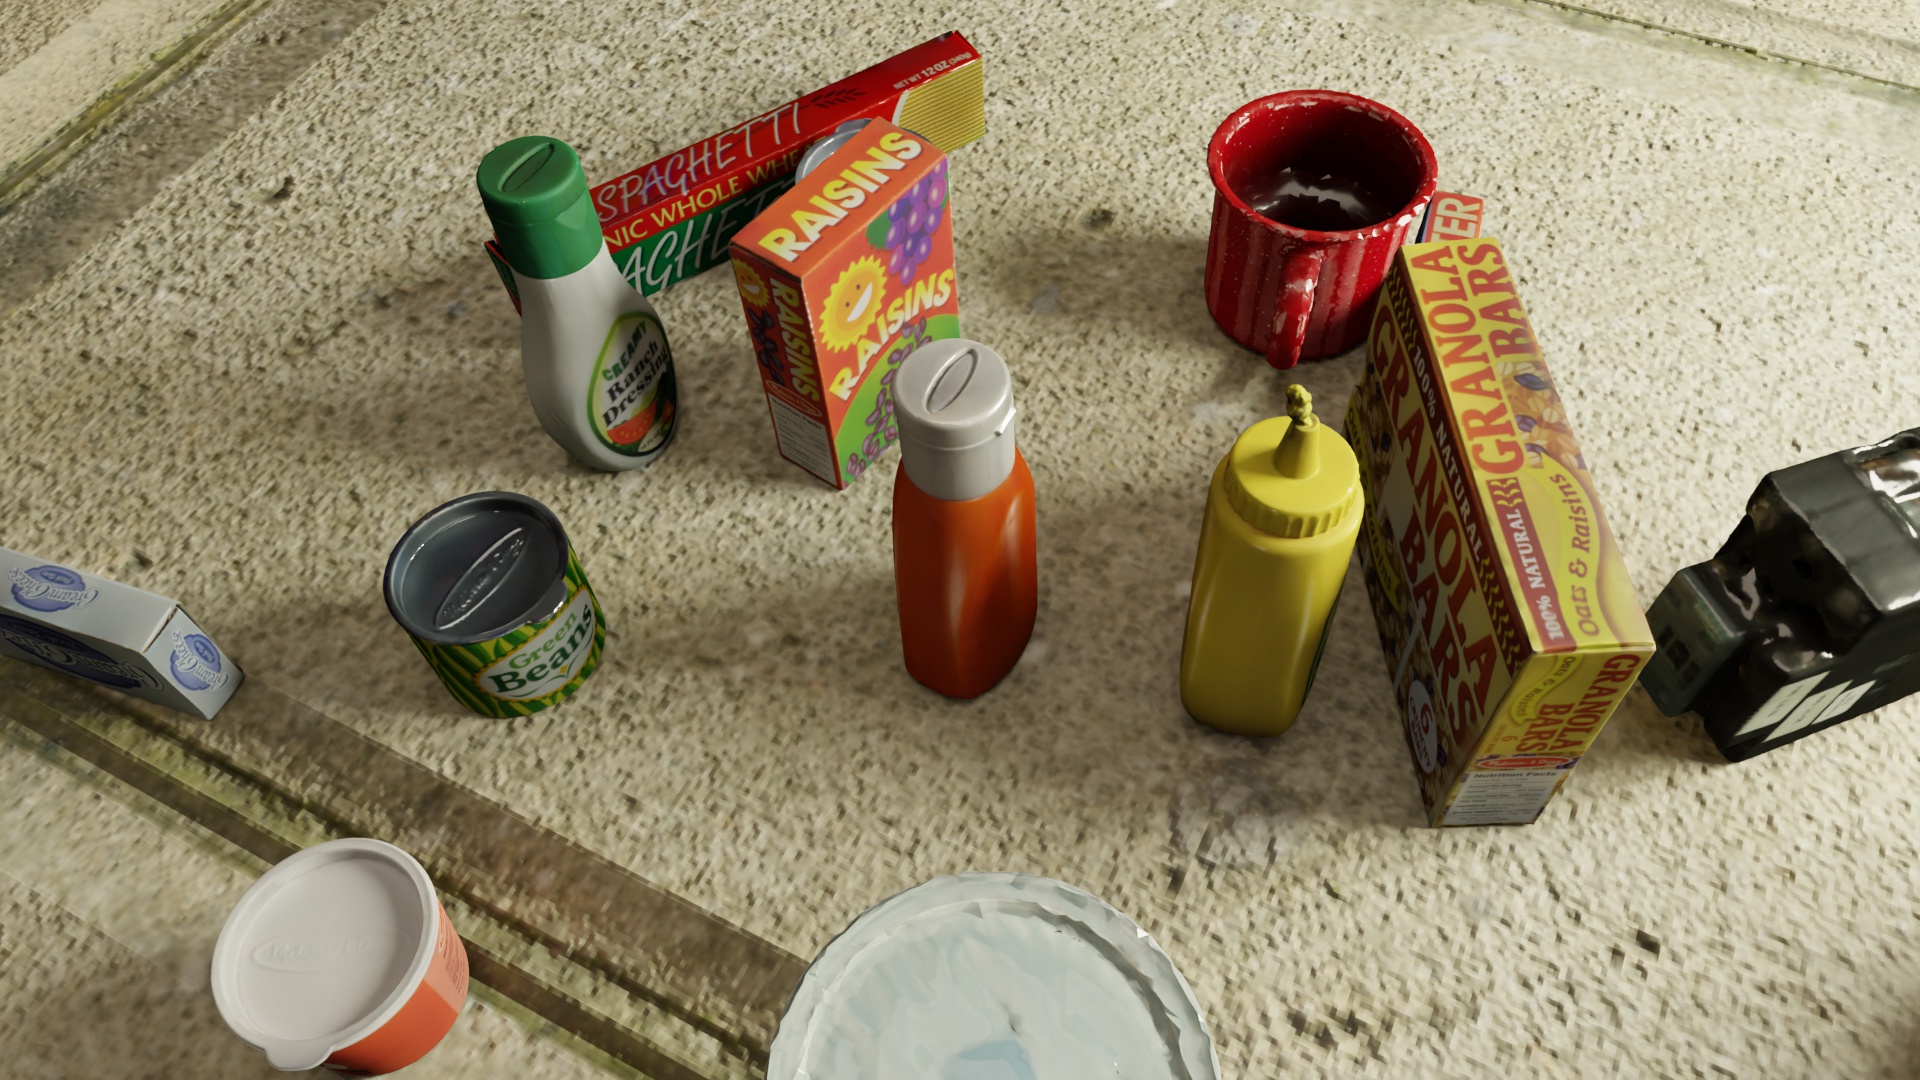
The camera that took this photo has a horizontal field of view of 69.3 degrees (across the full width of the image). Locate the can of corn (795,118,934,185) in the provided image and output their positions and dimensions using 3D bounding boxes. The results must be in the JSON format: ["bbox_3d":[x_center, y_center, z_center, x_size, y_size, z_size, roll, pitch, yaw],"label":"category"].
[{"bbox_3d":[-0.039,-0.147,0.634,0.071,0.058,0.071,-1,55,2],"label":"can of corn"}]

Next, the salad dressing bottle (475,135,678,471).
[{"bbox_3d":[-0.149,-0.088,0.544,0.044,0.147,0.064,23,59,18],"label":"salad dressing bottle"}]

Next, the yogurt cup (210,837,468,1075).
[{"bbox_3d":[-0.193,0.137,0.444,0.072,0.053,0.073,-1,55,2],"label":"yogurt cup"}]

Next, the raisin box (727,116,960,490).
[{"bbox_3d":[-0.041,-0.092,0.555,0.040,0.122,0.086,32,63,23],"label":"raisin box"}]

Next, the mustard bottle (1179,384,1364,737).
[{"bbox_3d":[0.102,0.006,0.456,0.049,0.159,0.065,12,57,12],"label":"mustard bottle"}]

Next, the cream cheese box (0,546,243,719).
[{"bbox_3d":[-0.330,0.033,0.525,0.104,0.053,0.024,14,57,13],"label":"cream cheese box"}]

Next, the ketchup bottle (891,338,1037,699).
[{"bbox_3d":[0.002,-0.006,0.477,0.043,0.148,0.065,22,59,17],"label":"ketchup bottle"}]

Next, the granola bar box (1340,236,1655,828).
[{"bbox_3d":[0.173,-0.002,0.480,0.039,0.123,0.166,-4,55,1],"label":"granola bar box"}]

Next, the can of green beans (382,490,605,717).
[{"bbox_3d":[-0.172,0.025,0.520,0.071,0.057,0.071,-1,55,2],"label":"can of green beans"}]

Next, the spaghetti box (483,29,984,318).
[{"bbox_3d":[-0.098,-0.169,0.658,0.251,0.050,0.029,-30,59,-17],"label":"spaghetti box"}]

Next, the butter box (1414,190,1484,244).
[{"bbox_3d":[0.198,-0.094,0.587,0.024,0.053,0.104,14,57,13],"label":"butter box"}]
